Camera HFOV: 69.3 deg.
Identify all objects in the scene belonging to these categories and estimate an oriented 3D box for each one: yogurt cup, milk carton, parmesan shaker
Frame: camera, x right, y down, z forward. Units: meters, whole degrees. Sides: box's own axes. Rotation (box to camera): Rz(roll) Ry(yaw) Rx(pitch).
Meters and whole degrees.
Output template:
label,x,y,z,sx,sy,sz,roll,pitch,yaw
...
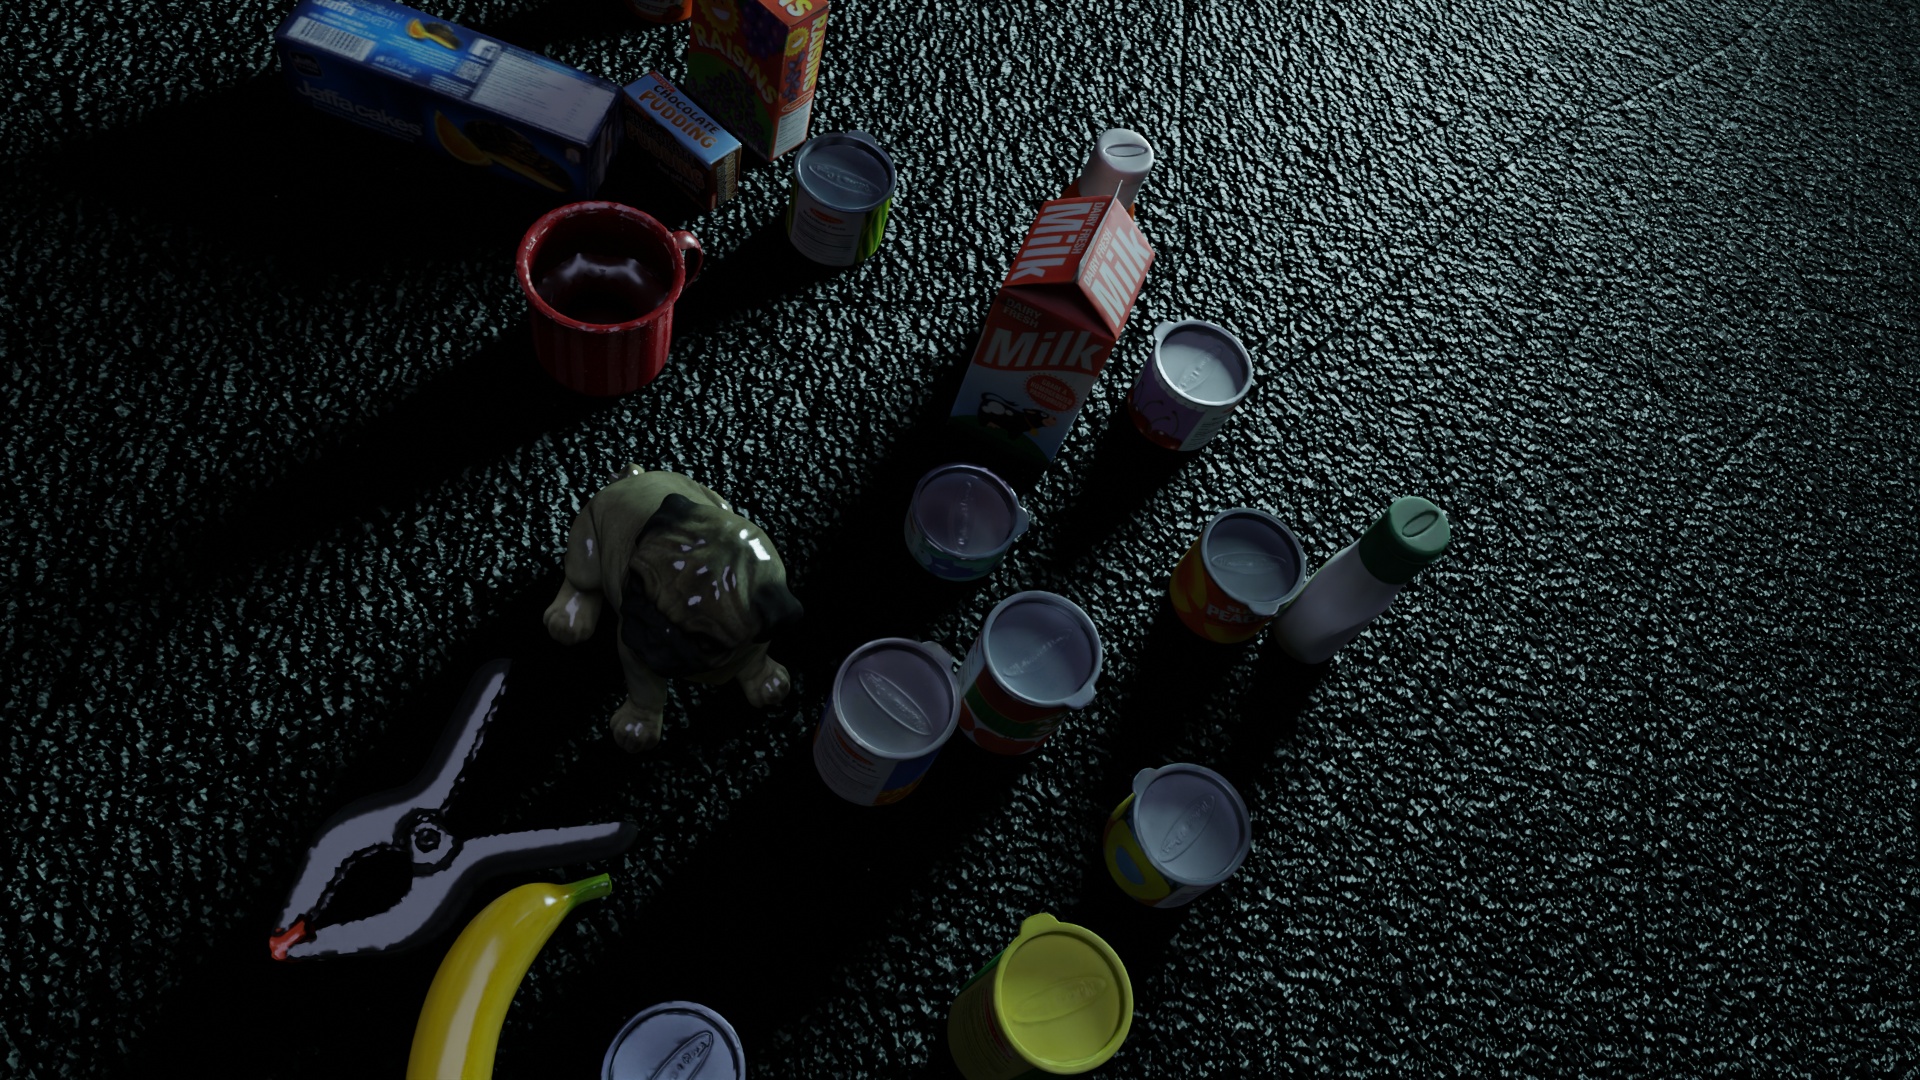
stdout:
label,x,y,z,sx,sy,sz,roll,pitch,yaw
yogurt cup,-0.210,-0.403,0.977,0.072,0.053,0.073,6,62,-11
milk carton,0.055,-0.127,0.818,0.073,0.189,0.073,25,60,0
parmesan shaker,0.035,0.227,0.675,0.071,0.102,0.071,6,62,-11

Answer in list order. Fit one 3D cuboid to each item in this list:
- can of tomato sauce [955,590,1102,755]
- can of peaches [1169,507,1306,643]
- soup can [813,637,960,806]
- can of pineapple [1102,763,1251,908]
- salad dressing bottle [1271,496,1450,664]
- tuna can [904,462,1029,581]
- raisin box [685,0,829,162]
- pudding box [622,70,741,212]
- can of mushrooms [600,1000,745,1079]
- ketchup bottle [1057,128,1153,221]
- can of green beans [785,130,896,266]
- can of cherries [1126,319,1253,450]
label,x,y,z,sx,sy,sz,roll,pitch,yaw
can of tomato sauce,0.036,0.076,0.767,0.071,0.082,0.071,6,62,-11
can of peaches,0.167,0.024,0.842,0.071,0.057,0.071,6,62,-11
soup can,-0.039,0.096,0.737,0.071,0.083,0.071,6,62,-11
can of pineapple,0.116,0.160,0.757,0.071,0.057,0.071,6,62,-11
salad dressing bottle,0.231,0.024,0.806,0.064,0.147,0.044,-28,73,-25
tuna can,0.003,-0.010,0.834,0.071,0.032,0.071,6,61,-11
raisin box,-0.135,-0.323,0.913,0.086,0.122,0.040,44,61,10
pudding box,-0.183,-0.262,0.911,0.084,0.049,0.030,42,61,10
can of mushrooms,-0.134,0.256,0.657,0.071,0.033,0.071,6,61,-11
ketchup bottle,0.081,-0.199,0.887,0.065,0.148,0.044,-9,66,-18
can of green beans,-0.079,-0.223,0.911,0.071,0.057,0.071,6,62,-11
can of cherries,0.146,-0.102,0.904,0.071,0.058,0.072,6,62,-11
